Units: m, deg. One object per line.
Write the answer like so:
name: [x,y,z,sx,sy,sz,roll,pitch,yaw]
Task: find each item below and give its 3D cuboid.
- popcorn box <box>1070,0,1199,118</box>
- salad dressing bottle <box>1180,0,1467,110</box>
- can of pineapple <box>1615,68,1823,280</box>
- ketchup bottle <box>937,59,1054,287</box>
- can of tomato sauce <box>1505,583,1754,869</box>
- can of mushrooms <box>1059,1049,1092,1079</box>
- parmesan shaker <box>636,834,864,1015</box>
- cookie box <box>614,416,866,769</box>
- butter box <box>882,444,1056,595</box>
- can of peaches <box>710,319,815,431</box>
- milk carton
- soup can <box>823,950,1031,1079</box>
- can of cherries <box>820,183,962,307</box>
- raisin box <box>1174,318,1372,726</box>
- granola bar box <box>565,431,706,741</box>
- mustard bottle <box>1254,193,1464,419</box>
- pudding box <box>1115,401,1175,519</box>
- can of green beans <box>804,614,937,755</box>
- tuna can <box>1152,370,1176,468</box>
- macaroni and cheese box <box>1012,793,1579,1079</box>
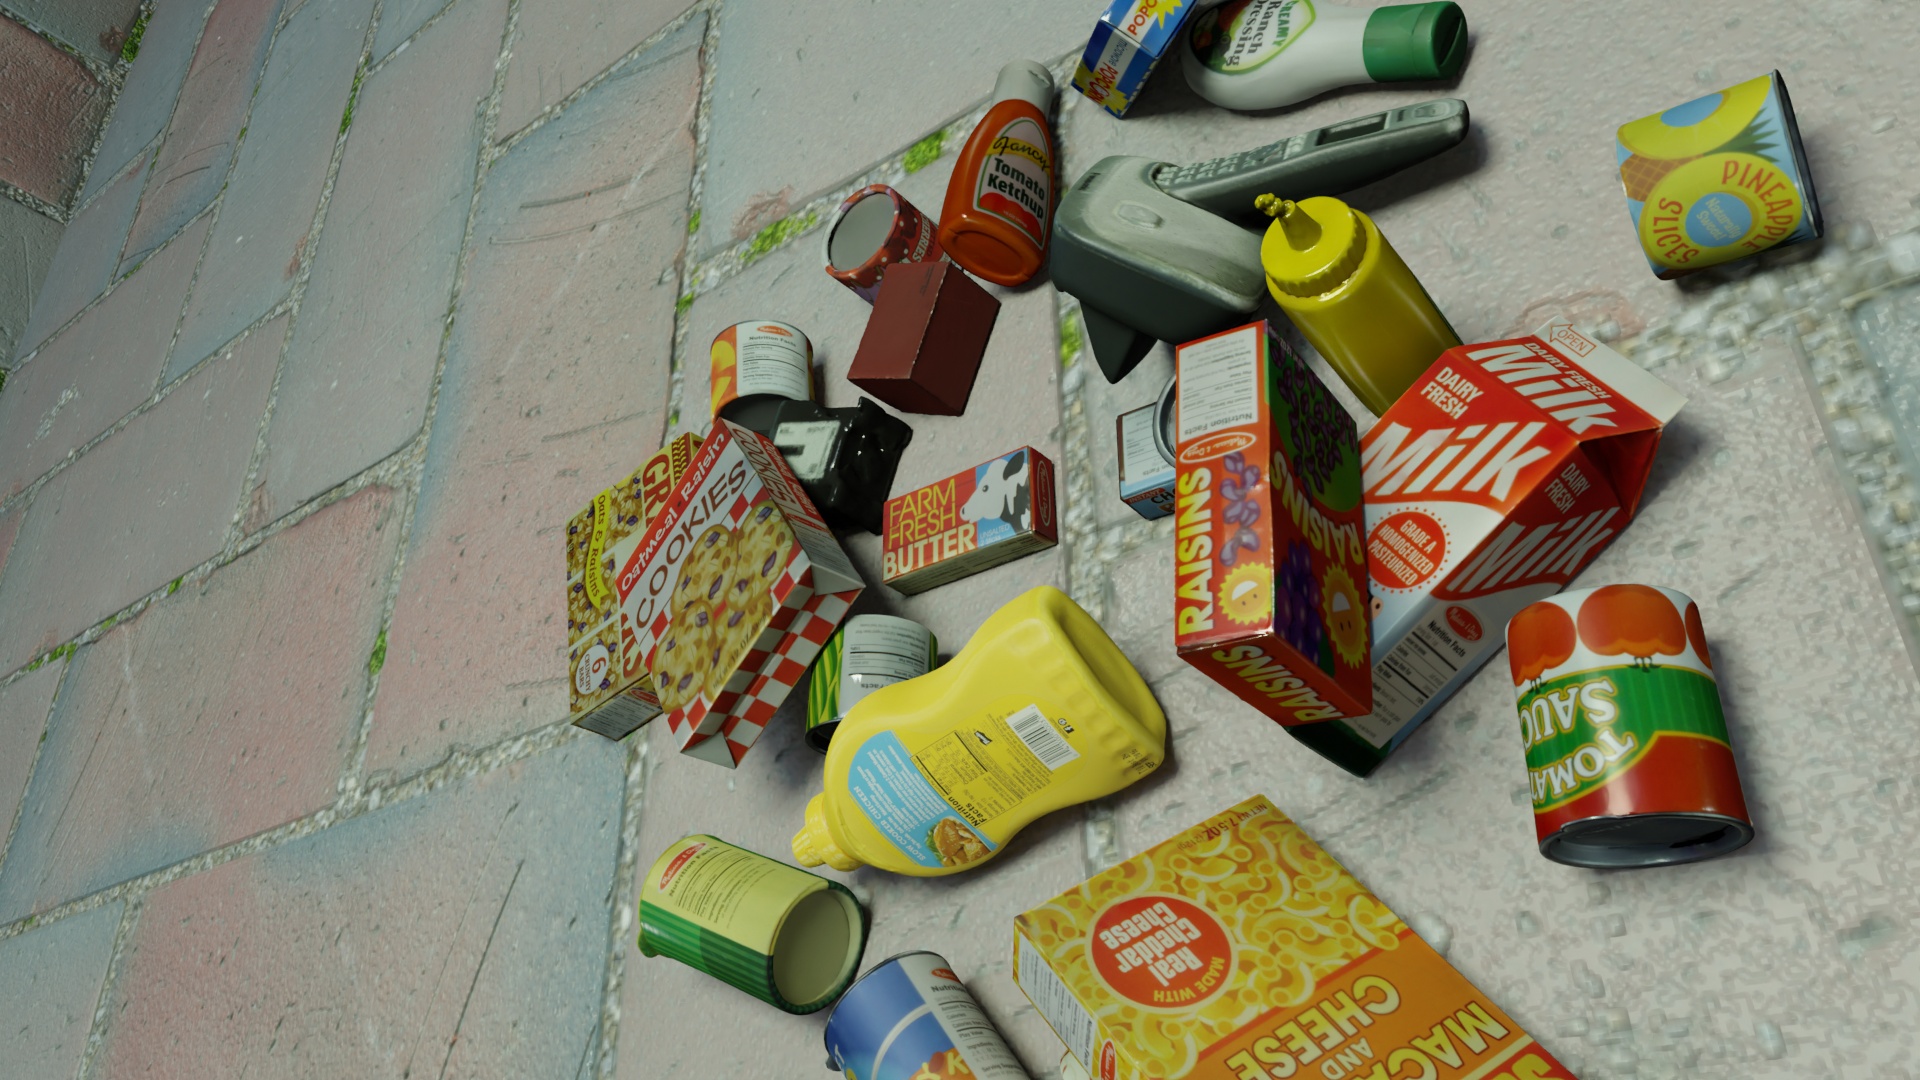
popcorn box: [0.105,-0.290,0.758,0.085,0.038,0.127,-57,4,1]
salad dressing bottle: [0.185,-0.254,0.716,0.148,0.044,0.064,16,76,44]
can of pineapple: [0.295,-0.140,0.541,0.057,0.071,0.071,-15,58,36]
ketchup bottle: [0.028,-0.223,0.825,0.043,0.064,0.149,-33,38,48]
can of tomato sauce: [0.229,0.065,0.484,0.071,0.071,0.083,-18,56,33]
can of mushrooms: [0.073,0.210,0.543,0.033,0.071,0.071,-56,44,4]
parmesan shaker: [-0.108,0.196,0.705,0.103,0.071,0.071,7,72,42]
cookie box: [-0.126,0.023,0.759,0.122,0.040,0.168,-54,38,13]
butter box: [0.003,-0.009,0.753,0.103,0.024,0.053,-20,56,32]
can of peaches: [-0.126,-0.096,0.884,0.071,0.071,0.058,-27,53,28]
milk carton: [0.191,-0.003,0.552,0.190,0.073,0.072,-47,45,10]
soup can: [-0.013,0.234,0.603,0.071,0.071,0.084,-52,45,6]
can of cherries: [-0.042,-0.179,0.860,0.071,0.058,0.072,-20,55,33]
raisin box: [0.113,-0.004,0.504,0.040,0.086,0.124,-14,58,33]
granola bar box: [-0.200,0.027,0.897,0.124,0.039,0.166,-32,50,24]
mustard bottle: [0.162,-0.097,0.567,0.048,0.160,0.065,-42,48,15]
pudding box: [0.118,-0.046,0.670,0.083,0.030,0.050,-19,55,32]
can of green beans: [-0.045,0.077,0.717,0.071,0.071,0.058,-18,56,33]
tuna can: [0.124,-0.052,0.621,0.071,0.033,0.071,-20,56,32]
macaroni and cheese box: [0.115,0.176,0.494,0.124,0.040,0.167,-20,39,-25]
